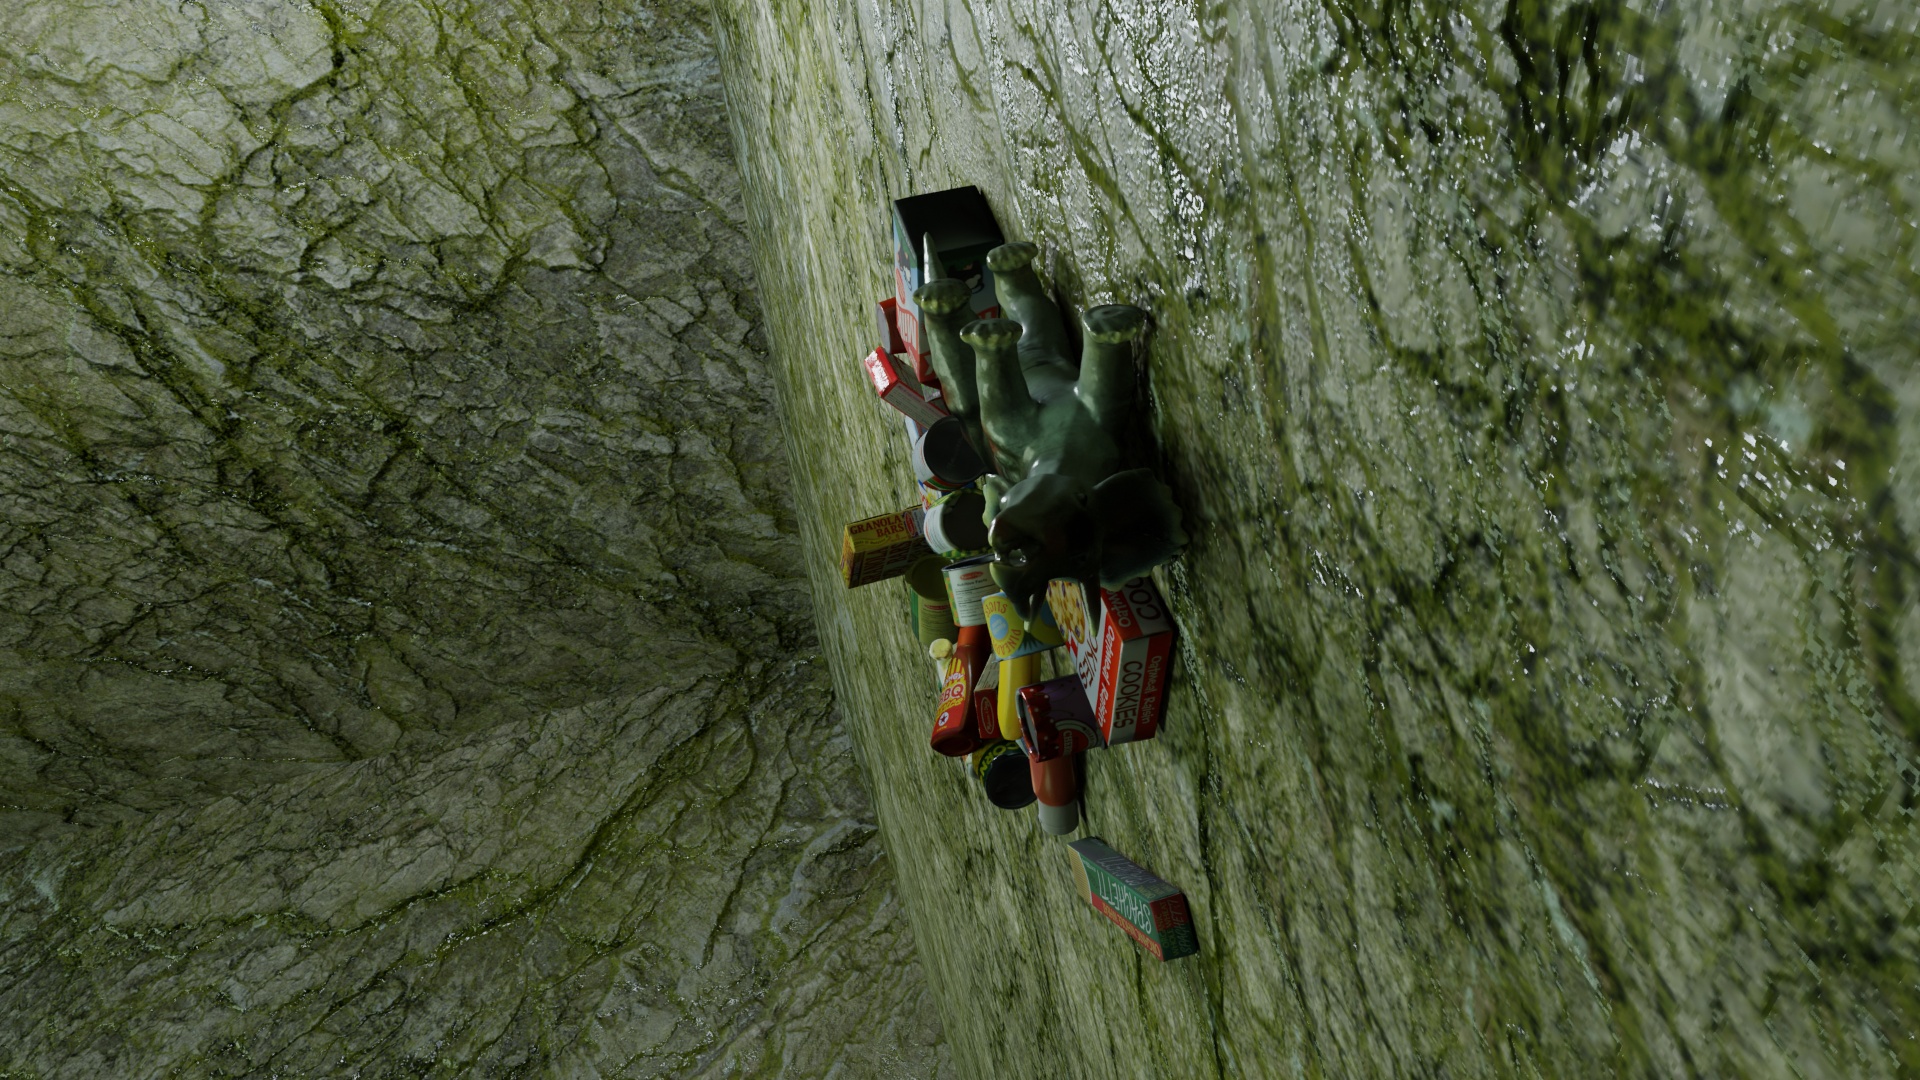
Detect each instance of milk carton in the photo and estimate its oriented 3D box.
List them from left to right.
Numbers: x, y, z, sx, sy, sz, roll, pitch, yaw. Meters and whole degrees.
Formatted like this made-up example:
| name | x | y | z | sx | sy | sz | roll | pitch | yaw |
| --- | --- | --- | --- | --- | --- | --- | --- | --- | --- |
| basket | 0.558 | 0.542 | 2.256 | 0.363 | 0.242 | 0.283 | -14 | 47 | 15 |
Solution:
| name | x | y | z | sx | sy | sz | roll | pitch | yaw |
| --- | --- | --- | --- | --- | --- | --- | --- | --- | --- |
| milk carton | -0.012 | -0.203 | 1.189 | 0.189 | 0.073 | 0.072 | 92 | 161 | -55 |

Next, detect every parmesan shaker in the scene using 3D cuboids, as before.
| name | x | y | z | sx | sy | sz | roll | pitch | yaw |
| --- | --- | --- | --- | --- | --- | --- | --- | --- | --- |
| parmesan shaker | -0.029 | 0.071 | 1.619 | 0.102 | 0.071 | 0.071 | 91 | 162 | -54 |

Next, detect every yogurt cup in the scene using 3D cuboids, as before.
| name | x | y | z | sx | sy | sz | roll | pitch | yaw |
| --- | --- | --- | --- | --- | --- | --- | --- | --- | --- |
| yogurt cup | -0.054 | -0.224 | 1.433 | 0.072 | 0.054 | 0.072 | 168 | 88 | -79 |

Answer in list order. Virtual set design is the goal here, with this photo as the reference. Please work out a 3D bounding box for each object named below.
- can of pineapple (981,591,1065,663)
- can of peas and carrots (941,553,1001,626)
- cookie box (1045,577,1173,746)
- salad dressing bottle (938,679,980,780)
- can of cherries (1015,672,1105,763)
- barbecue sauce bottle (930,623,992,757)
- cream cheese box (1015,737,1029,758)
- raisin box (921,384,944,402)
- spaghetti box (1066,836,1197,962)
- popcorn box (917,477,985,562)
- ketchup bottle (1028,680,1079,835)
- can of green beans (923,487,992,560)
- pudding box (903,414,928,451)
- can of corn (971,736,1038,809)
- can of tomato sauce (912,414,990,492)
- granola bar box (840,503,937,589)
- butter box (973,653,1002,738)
| name | x | y | z | sx | sy | sz | roll | pitch | yaw |
| --- | --- | --- | --- | --- | --- | --- | --- | --- | --- |
| can of pineapple | 0.055 | 0.070 | 1.193 | 0.071 | 0.071 | 0.058 | 143 | 113 | -78 |
| can of peas and carrots | 0.021 | 0.048 | 1.356 | 0.071 | 0.071 | 0.058 | -171 | 68 | -78 |
| cookie box | 0.101 | 0.045 | 1.003 | 0.122 | 0.040 | 0.168 | 89 | 165 | -47 |
| salad dressing bottle | 0.010 | 0.221 | 1.678 | 0.148 | 0.044 | 0.064 | -115 | 17 | -48 |
| can of cherries | 0.084 | 0.151 | 1.171 | 0.071 | 0.058 | 0.071 | 169 | 88 | -80 |
| barbecue sauce bottle | 0.007 | 0.151 | 1.464 | 0.064 | 0.043 | 0.149 | -33 | 36 | 45 |
| cream cheese box | 0.075 | 0.189 | 1.356 | 0.104 | 0.024 | 0.053 | -137 | 36 | -71 |
| raisin box | -0.023 | -0.200 | 1.344 | 0.086 | 0.040 | 0.123 | -176 | 71 | -80 |
| spaghetti box | 0.137 | 0.292 | 1.153 | 0.250 | 0.029 | 0.050 | 168 | 88 | -80 |
| popcorn box | -0.012 | -0.036 | 1.490 | 0.127 | 0.038 | 0.085 | -132 | 31 | -68 |
| ketchup bottle | 0.085 | 0.203 | 1.270 | 0.065 | 0.043 | 0.148 | -106 | 8 | -59 |
| can of green beans | 0.003 | -0.016 | 1.351 | 0.057 | 0.071 | 0.071 | 161 | 95 | -73 |
| pudding box | -0.046 | -0.144 | 1.556 | 0.049 | 0.030 | 0.084 | 103 | 152 | -69 |
| can of corn | 0.048 | 0.231 | 1.428 | 0.058 | 0.071 | 0.071 | -125 | 24 | -64 |
| can of tomato sauce | -0.007 | -0.082 | 1.341 | 0.083 | 0.071 | 0.071 | 157 | 100 | -79 |
| granola bar box | -0.075 | 0.005 | 1.636 | 0.165 | 0.124 | 0.039 | 113 | 141 | -72 |
| butter box | 0.037 | 0.155 | 1.403 | 0.104 | 0.024 | 0.053 | -56 | -39 | -70 |
